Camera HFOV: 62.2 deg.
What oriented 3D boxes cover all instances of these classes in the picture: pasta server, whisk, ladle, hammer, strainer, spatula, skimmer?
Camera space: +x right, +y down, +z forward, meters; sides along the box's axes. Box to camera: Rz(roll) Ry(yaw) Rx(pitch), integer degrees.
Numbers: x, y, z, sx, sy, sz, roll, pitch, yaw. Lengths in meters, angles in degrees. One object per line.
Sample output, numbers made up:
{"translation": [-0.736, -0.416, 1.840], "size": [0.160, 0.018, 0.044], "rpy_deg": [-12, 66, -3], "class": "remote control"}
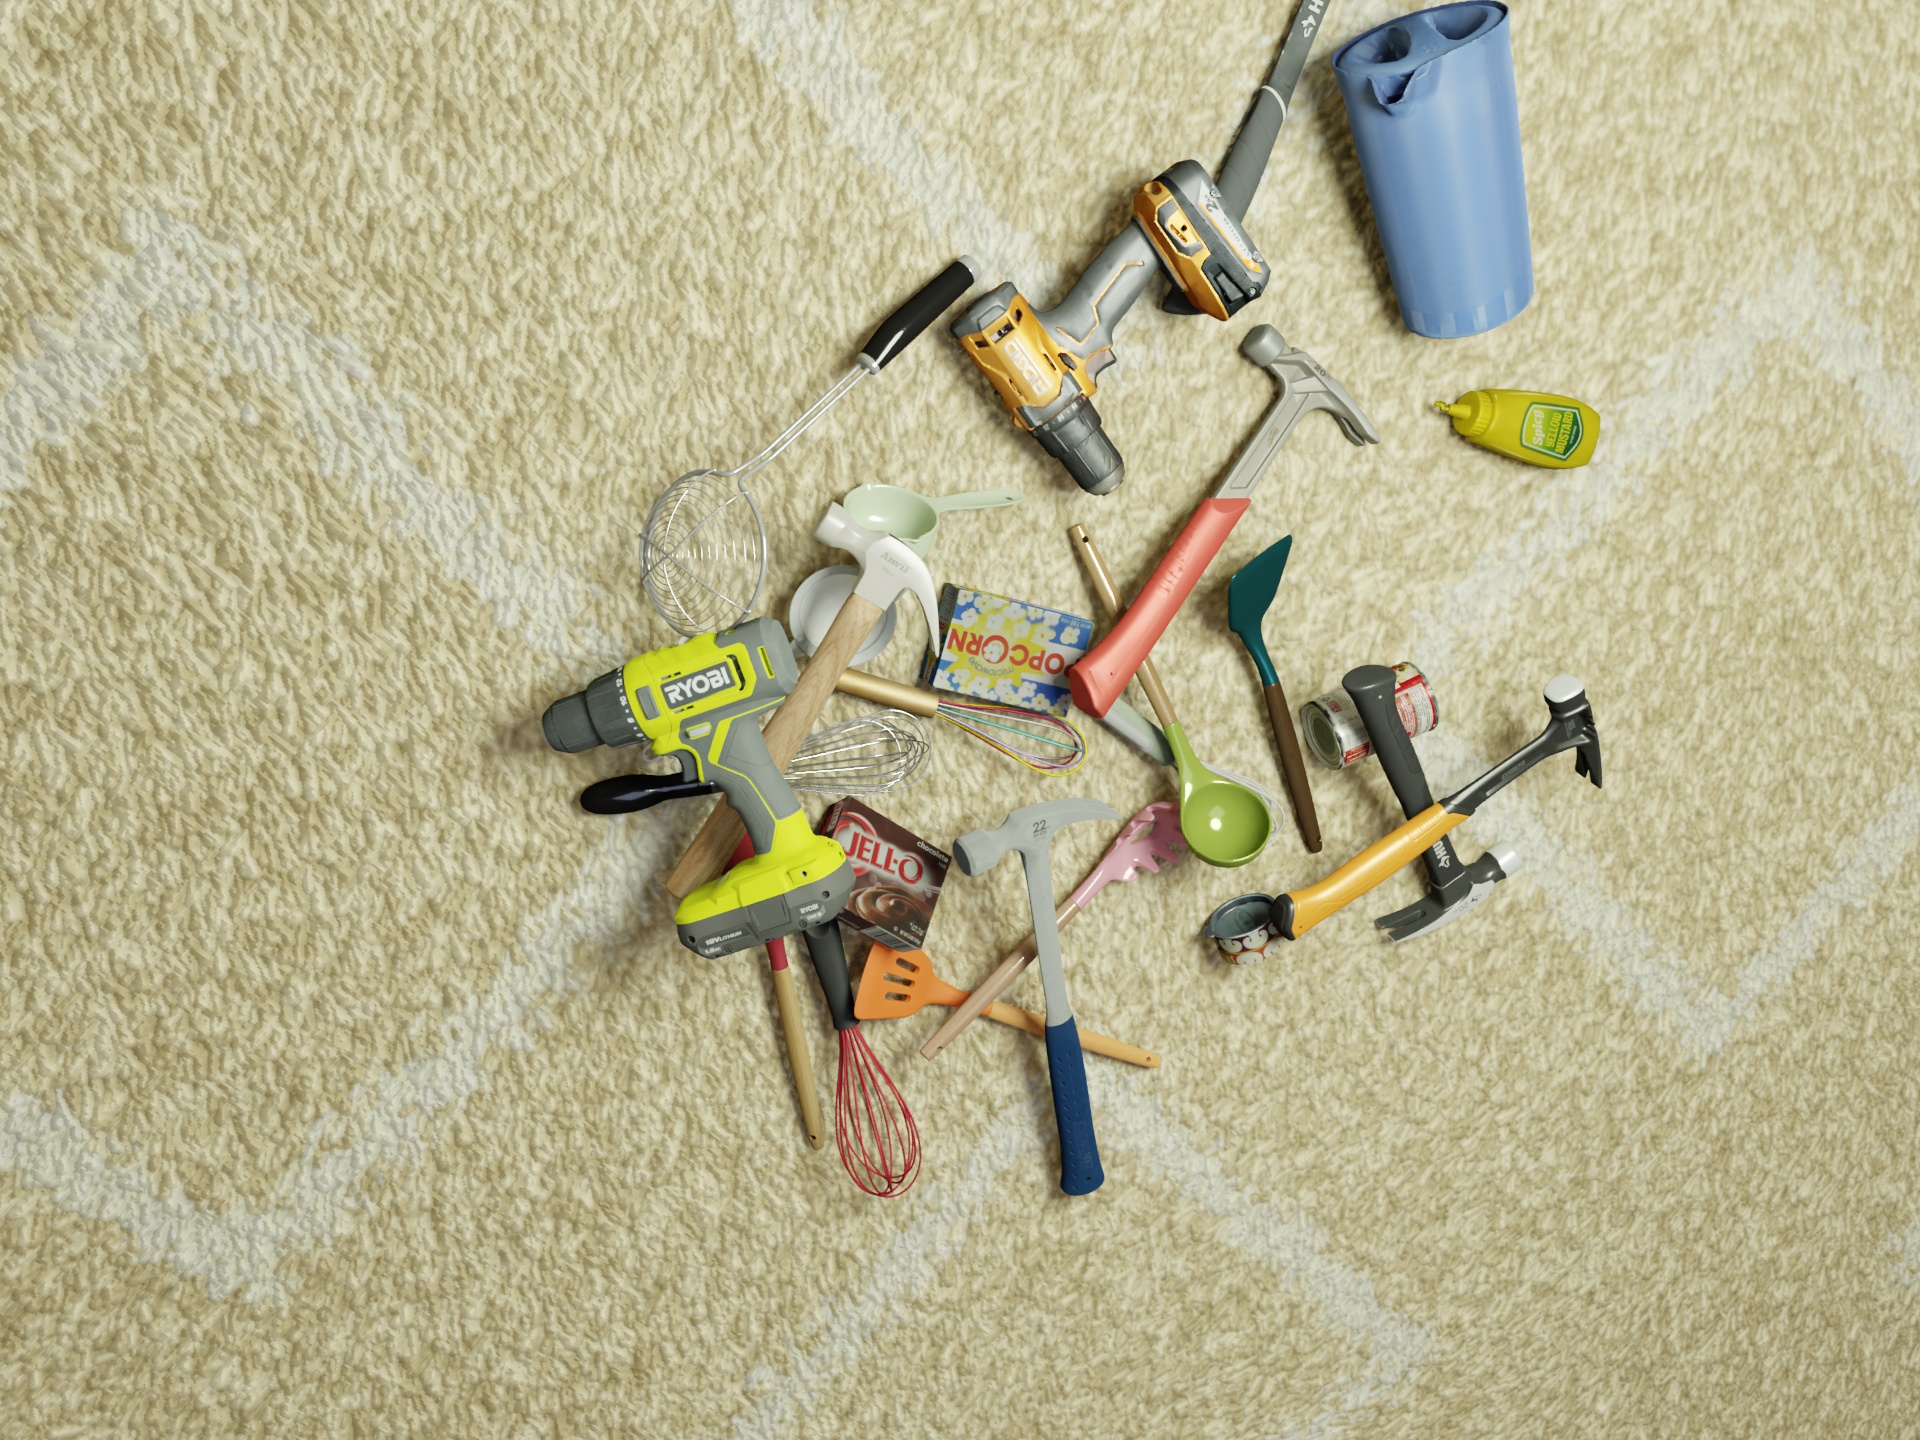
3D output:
{"translation": [0.084, 0.181, 1.380], "size": [0.316, 0.040, 0.060], "rpy_deg": [-44, 126, -13], "class": "pasta server"}
{"translation": [-0.002, -0.002, 1.326], "size": [0.244, 0.051, 0.047], "rpy_deg": [17, 104, -18], "class": "whisk"}
{"translation": [-0.148, 0.229, 1.342], "size": [0.069, 0.031, 0.315], "rpy_deg": [-2, 112, 17], "class": "ladle"}
{"translation": [0.403, 0.072, 1.428], "size": [0.146, 0.035, 0.334], "rpy_deg": [-35, 129, -1], "class": "hammer"}
{"translation": [0.089, 0.247, 1.375], "size": [0.144, 0.035, 0.405], "rpy_deg": [-22, 120, -22], "class": "hammer"}
{"translation": [0.191, 0.035, 1.396], "size": [0.246, 0.058, 0.059], "rpy_deg": [35, 49, -18], "class": "whisk"}
{"translation": [0.209, -0.149, 1.324], "size": [0.149, 0.037, 0.359], "rpy_deg": [39, 78, -22], "class": "hammer"}
{"translation": [-0.149, -0.046, 1.268], "size": [0.258, 0.050, 0.086], "rpy_deg": [-36, 115, 0], "class": "strainer"}
{"translation": [-0.162, 0.040, 1.280], "size": [0.284, 0.070, 0.070], "rpy_deg": [-9, 106, -11], "class": "whisk"}
{"translation": [0.256, -0.519, 1.280], "size": [0.149, 0.036, 0.409], "rpy_deg": [20, 97, -20], "class": "hammer"}
{"translation": [-0.093, 0.278, 1.361], "size": [0.073, 0.073, 0.295], "rpy_deg": [-17, 102, -13], "class": "whisk"}
{"translation": [0.049, 0.263, 1.409], "size": [0.322, 0.041, 0.081], "rpy_deg": [22, 80, -23], "class": "spatula"}
{"translation": [-0.107, -0.216, 1.227], "size": [0.363, 0.127, 0.090], "rpy_deg": [-46, 149, -15], "class": "skimmer"}
{"translation": [0.287, -0.010, 1.402], "size": [0.082, 0.044, 0.317], "rpy_deg": [-36, 120, -28], "class": "spatula"}
{"translation": [0.170, -0.021, 1.339], "size": [0.078, 0.062, 0.320], "rpy_deg": [-28, 98, -16], "class": "ladle"}
{"translation": [-0.129, 0.004, 1.230], "size": [0.130, 0.031, 0.331], "rpy_deg": [30, 101, -14], "class": "hammer"}
{"translation": [0.421, 0.095, 1.408], "size": [0.337, 0.034, 0.127], "rpy_deg": [-33, 127, -4], "class": "hammer"}

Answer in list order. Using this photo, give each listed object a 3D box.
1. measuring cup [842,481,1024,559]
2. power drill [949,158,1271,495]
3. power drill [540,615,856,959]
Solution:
{"translation": [-0.021, -0.159, 1.276], "size": [0.167, 0.083, 0.038], "rpy_deg": [-13, 137, -33], "class": "measuring cup"}
{"translation": [0.131, -0.304, 1.253], "size": [0.226, 0.084, 0.185], "rpy_deg": [-36, 106, 7], "class": "power drill"}
{"translation": [-0.190, 0.054, 1.184], "size": [0.190, 0.080, 0.228], "rpy_deg": [-19, 100, 6], "class": "power drill"}
